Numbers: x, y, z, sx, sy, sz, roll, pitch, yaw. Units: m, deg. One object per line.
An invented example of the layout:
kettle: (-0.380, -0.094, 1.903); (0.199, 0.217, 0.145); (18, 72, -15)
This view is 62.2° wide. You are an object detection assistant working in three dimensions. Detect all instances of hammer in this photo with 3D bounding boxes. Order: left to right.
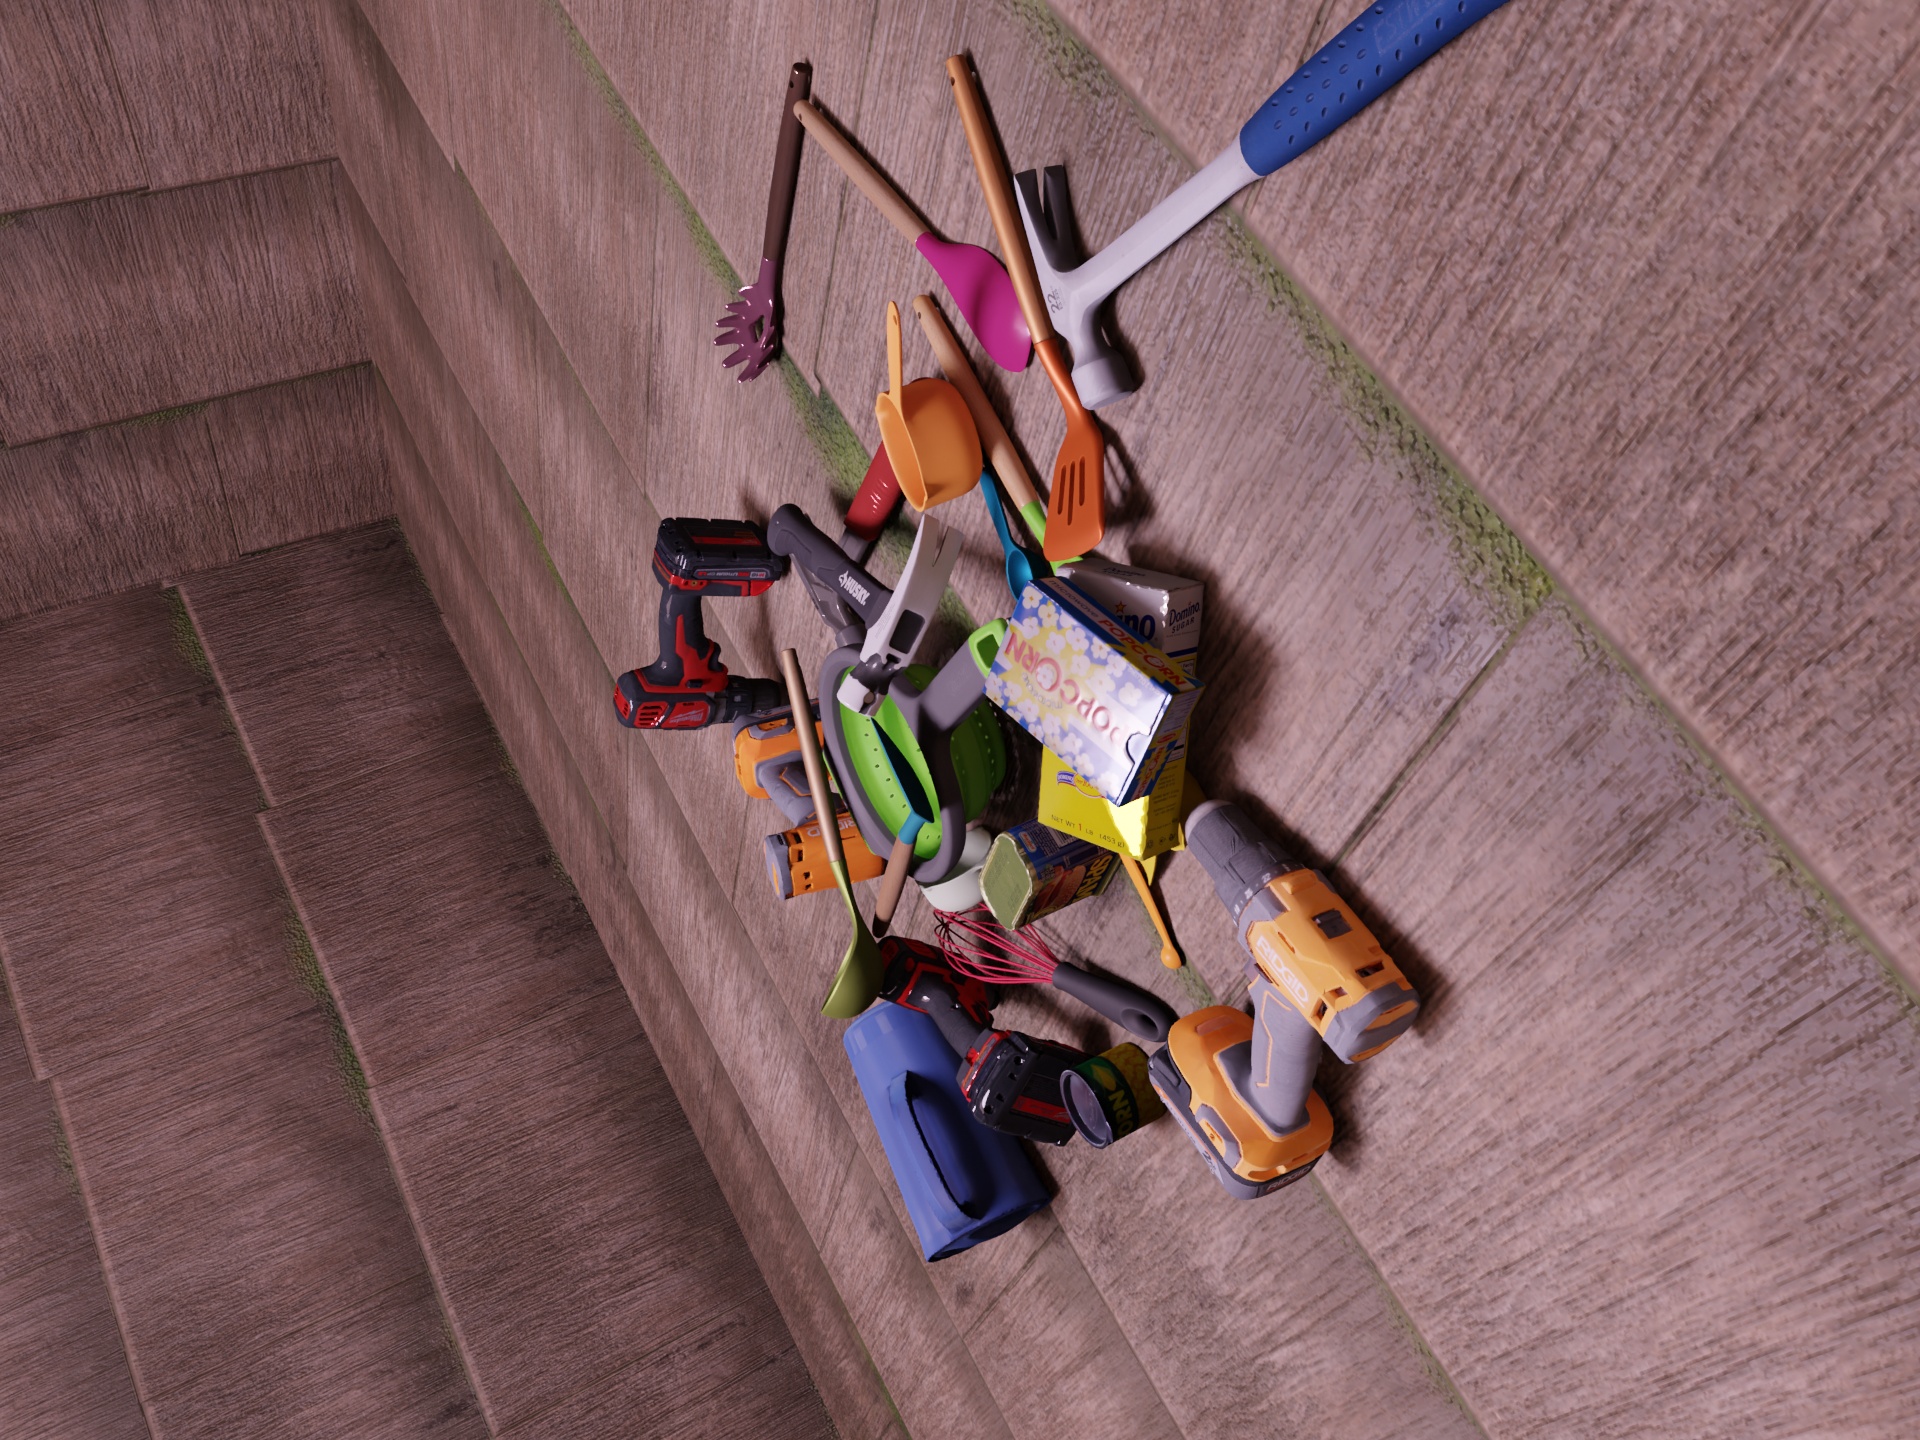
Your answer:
hammer: (-0.094, -0.123, 1.262); (0.146, 0.035, 0.335); (-61, 28, 8)
hammer: (-0.079, -0.184, 1.325); (0.149, 0.036, 0.359); (63, 156, 12)
hammer: (0.138, -0.284, 0.793); (0.405, 0.035, 0.144); (-18, 93, 66)

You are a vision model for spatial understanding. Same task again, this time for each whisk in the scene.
whisk: (0.072, 0.203, 1.300); (0.296, 0.073, 0.073); (18, 125, 52)

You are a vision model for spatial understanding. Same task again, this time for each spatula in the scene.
spatula: (-0.056, 0.106, 1.270); (0.317, 0.044, 0.082); (107, 142, -56)
spatula: (0.039, -0.263, 1.011); (0.081, 0.041, 0.322); (-9, 100, 66)

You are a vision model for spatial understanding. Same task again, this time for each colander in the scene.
colander: (-0.002, -0.004, 1.233); (0.204, 0.094, 0.397); (63, 155, 9)

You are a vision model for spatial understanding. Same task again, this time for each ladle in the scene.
ladle: (-0.124, 0.097, 1.365); (0.078, 0.062, 0.320); (155, 102, -86)

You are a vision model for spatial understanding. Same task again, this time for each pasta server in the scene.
pasta server: (-0.159, -0.403, 1.316); (0.060, 0.040, 0.316); (48, 149, 16)

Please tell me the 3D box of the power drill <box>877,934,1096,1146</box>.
power drill: (0.021, 0.267, 1.373); (0.220, 0.143, 0.078); (37, 98, 50)

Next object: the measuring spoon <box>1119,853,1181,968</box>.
measuring spoon: (0.131, 0.129, 1.150); (0.117, 0.011, 0.021); (64, 169, -5)

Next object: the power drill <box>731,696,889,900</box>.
power drill: (-0.120, 0.070, 1.499); (0.227, 0.164, 0.084); (-121, 23, -51)

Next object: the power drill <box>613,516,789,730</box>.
power drill: (-0.245, -0.088, 1.626); (0.080, 0.187, 0.226); (51, 132, 44)

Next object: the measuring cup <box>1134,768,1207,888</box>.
measuring cup: (0.142, 0.078, 1.099); (0.062, 0.029, 0.156); (58, 165, 24)

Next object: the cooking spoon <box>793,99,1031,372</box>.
cooking spoon: (-0.039, -0.354, 1.127); (0.319, 0.017, 0.068); (54, 151, 30)

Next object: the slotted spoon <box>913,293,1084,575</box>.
slotted spoon: (0.038, -0.171, 1.104); (0.314, 0.031, 0.070); (64, 153, 17)

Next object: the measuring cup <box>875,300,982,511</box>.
measuring cup: (-0.021, -0.222, 1.089); (0.173, 0.052, 0.095); (88, 158, -53)

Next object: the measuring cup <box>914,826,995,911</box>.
measuring cup: (0.032, 0.130, 1.325); (0.168, 0.083, 0.038); (-2, 126, 47)

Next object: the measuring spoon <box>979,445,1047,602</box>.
measuring spoon: (0.038, -0.144, 1.146); (0.042, 0.021, 0.129); (129, 126, -63)

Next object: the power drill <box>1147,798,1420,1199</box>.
power drill: (0.186, 0.175, 1.012); (0.186, 0.084, 0.226); (54, 148, 36)
